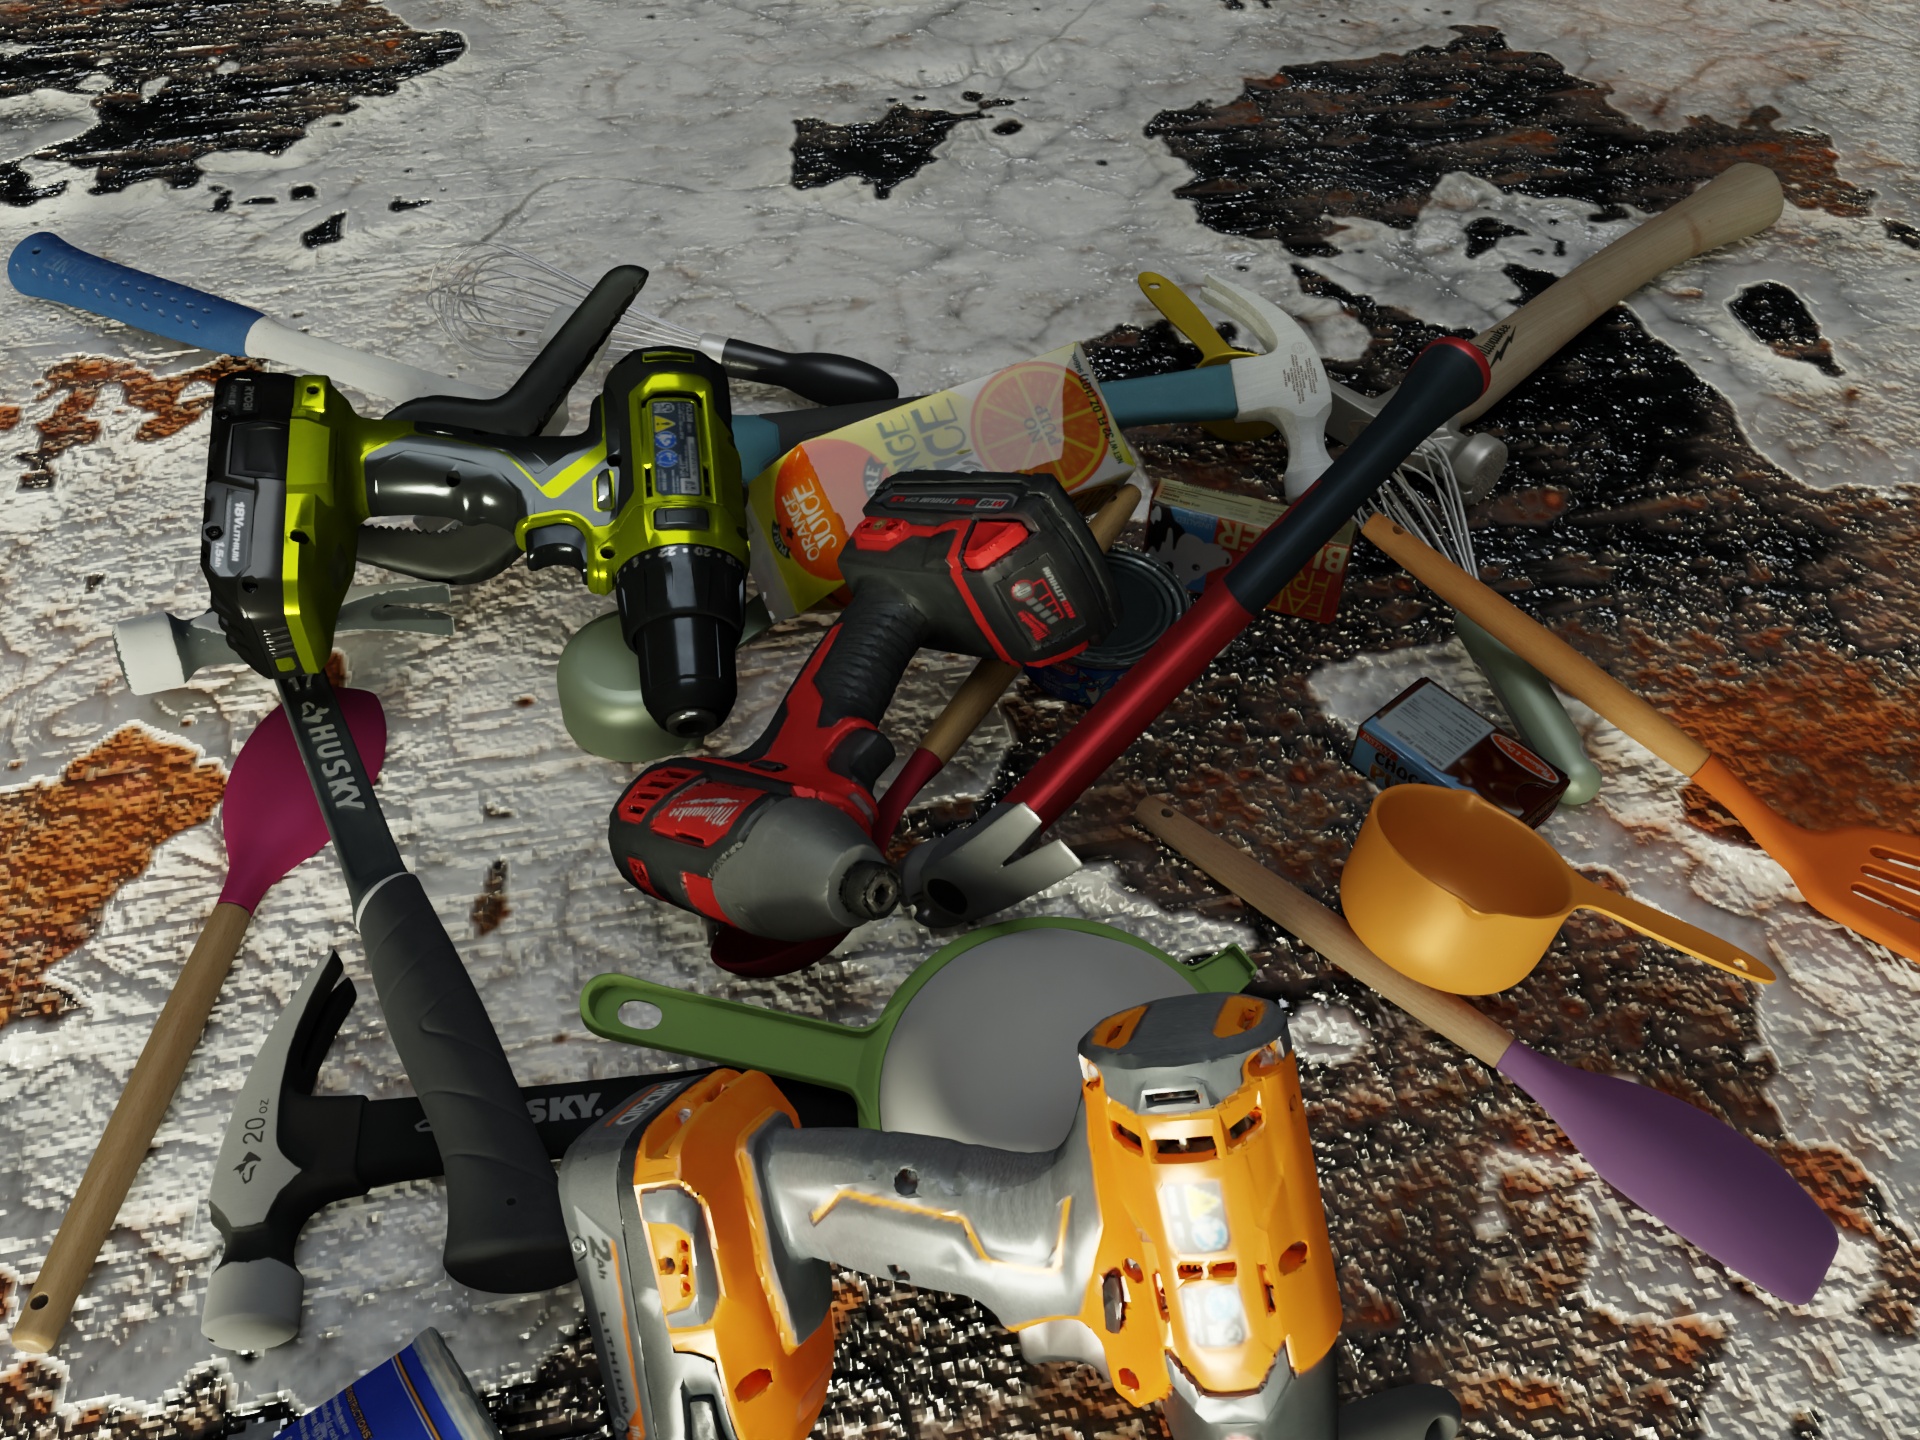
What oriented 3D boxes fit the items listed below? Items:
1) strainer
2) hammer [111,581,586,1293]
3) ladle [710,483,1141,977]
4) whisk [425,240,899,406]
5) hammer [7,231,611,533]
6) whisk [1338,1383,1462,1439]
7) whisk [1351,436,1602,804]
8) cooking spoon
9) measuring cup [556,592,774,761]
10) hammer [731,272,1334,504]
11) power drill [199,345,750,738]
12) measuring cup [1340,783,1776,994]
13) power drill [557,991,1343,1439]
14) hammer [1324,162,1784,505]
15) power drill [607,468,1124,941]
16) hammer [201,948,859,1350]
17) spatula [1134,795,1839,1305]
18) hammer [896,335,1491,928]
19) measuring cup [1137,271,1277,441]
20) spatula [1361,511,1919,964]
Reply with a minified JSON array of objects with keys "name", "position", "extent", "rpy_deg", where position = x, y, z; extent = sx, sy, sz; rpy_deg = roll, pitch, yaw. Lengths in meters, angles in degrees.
[{"name":"strainer","position":[-0.012,0.118,0.566],"extent":[0.256,0.069,0.152],"rpy_deg":[12,60,0]},{"name":"hammer","position":[-0.231,0.060,0.642],"extent":[0.149,0.036,0.409],"rpy_deg":[-16,43,-26]},{"name":"ladle","position":[-0.001,-0.002,0.715],"extent":[0.069,0.031,0.315],"rpy_deg":[2,47,49]},{"name":"whisk","position":[-0.174,-0.218,0.921],"extent":[0.284,0.070,0.070],"rpy_deg":[14,50,4]},{"name":"hammer","position":[-0.393,-0.211,0.901],"extent":[0.406,0.035,0.144],"rpy_deg":[20,74,21]},{"name":"whisk","position":[0.062,0.264,0.504],"extent":[0.239,0.055,0.055],"rpy_deg":[-15,50,-20]},{"name":"whisk","position":[0.253,-0.058,0.794],"extent":[0.059,0.057,0.247],"rpy_deg":[-31,51,18]},{"name":"cooking spoon","position":[-0.310,0.100,0.657],"extent":[0.069,0.017,0.319],"rpy_deg":[3,48,2]},{"name":"measuring cup","position":[-0.123,-0.046,0.775],"extent":[0.083,0.038,0.167],"rpy_deg":[35,59,26]},{"name":"hammer","position":[0.034,-0.164,0.863],"extent":[0.331,0.033,0.128],"rpy_deg":[-6,83,0]},{"name":"power drill","position":[-0.208,-0.079,0.713],"extent":[0.228,0.080,0.191],"rpy_deg":[-2,63,-13]},{"name":"measuring cup","position":[0.240,0.088,0.653],"extent":[0.173,0.052,0.095],"rpy_deg":[23,30,3]},{"name":"power drill","position":[0.002,0.179,0.492],"extent":[0.226,0.164,0.084],"rpy_deg":[-10,5,18]},{"name":"hammer","position":[0.373,-0.263,0.978],"extent":[0.410,0.038,0.146],"rpy_deg":[-34,56,-27]},{"name":"power drill","position":[-0.034,-0.004,0.655],"extent":[0.143,0.078,0.220],"rpy_deg":[10,53,44]},{"name":"hammer","position":[-0.107,0.144,0.612],"extent":[0.334,0.035,0.146],"rpy_deg":[-5,50,-6]},{"name":"spatula","position":[0.201,0.119,0.650],"extent":[0.316,0.018,0.060],"rpy_deg":[34,50,24]},{"name":"hammer","position":[0.126,-0.057,0.692],"extent":[0.038,0.143,0.386],"rpy_deg":[47,67,-3]},{"name":"measuring cup","position":[0.142,-0.216,0.940],"extent":[0.062,0.029,0.157],"rpy_deg":[-16,48,-14]},{"name":"spatula","position":[0.318,0.000,0.718],"extent":[0.323,0.041,0.081],"rpy_deg":[39,58,13]}]
